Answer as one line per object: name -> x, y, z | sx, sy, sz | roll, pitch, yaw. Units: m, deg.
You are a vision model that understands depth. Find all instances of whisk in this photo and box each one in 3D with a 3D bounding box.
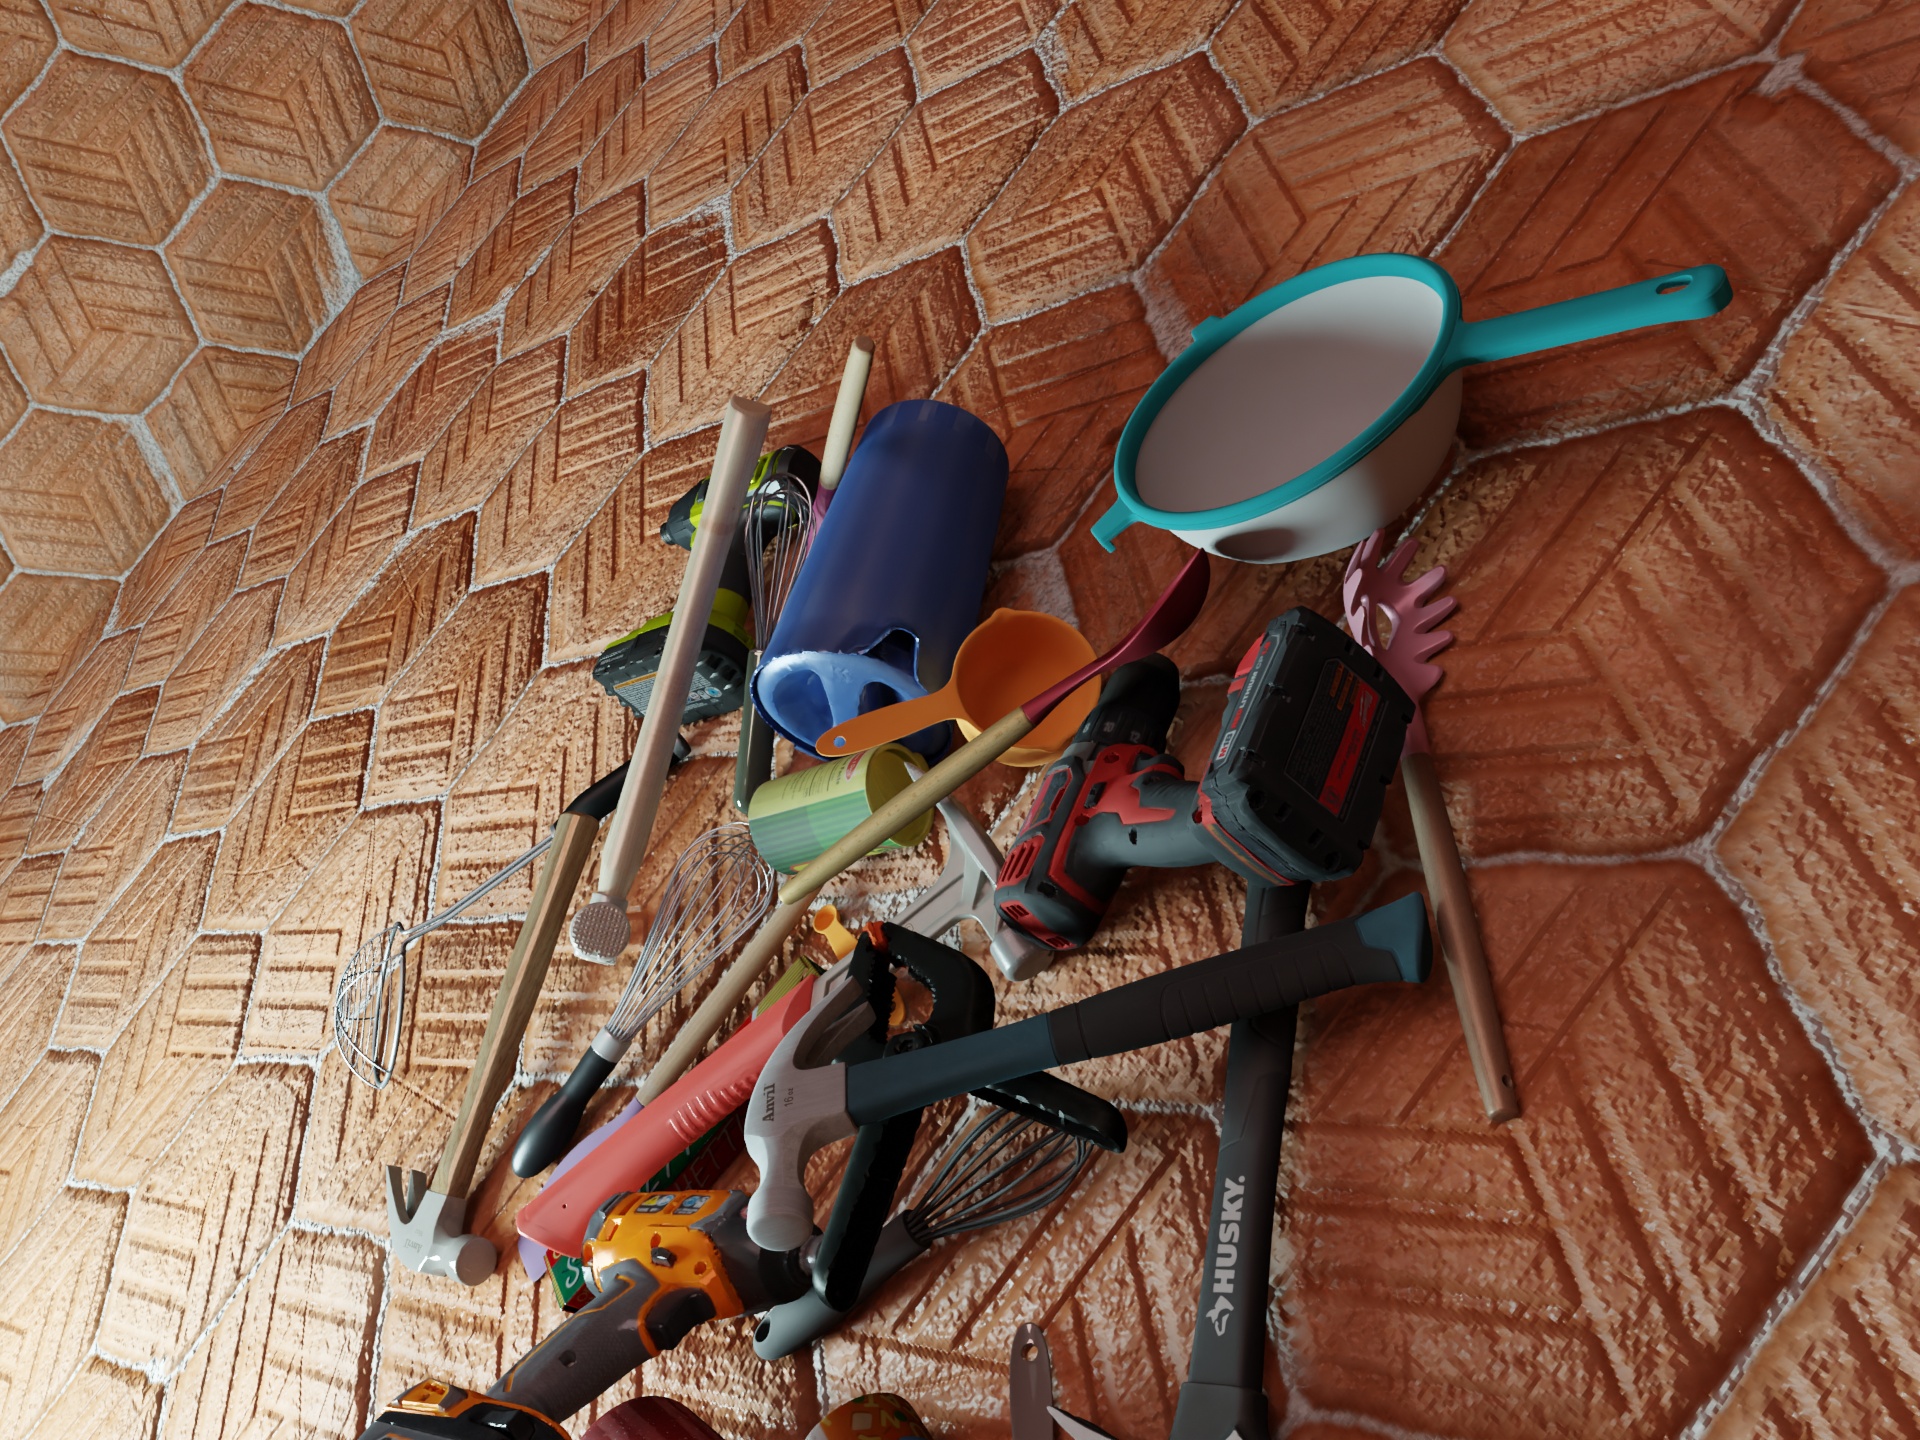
whisk -> -0.138, -0.056, 1.132 | 0.059, 0.057, 0.246 | 3, 85, 31
whisk -> -0.212, 0.189, 1.055 | 0.284, 0.070, 0.070 | -55, 38, 3
whisk -> -0.022, 0.265, 0.818 | 0.239, 0.055, 0.055 | -41, 39, 18

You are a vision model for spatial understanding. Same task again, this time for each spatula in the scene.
spatula -> -0.188, 0.224, 1.023 | 0.316, 0.018, 0.060 | -52, 38, 3

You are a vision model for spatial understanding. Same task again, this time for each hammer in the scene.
hammer -> 0.057, 0.144, 0.735 | 0.331, 0.033, 0.128 | -18, 36, 8
hammer -> -0.325, 0.222, 1.132 | 0.130, 0.031, 0.331 | -5, 62, 43
hammer -> -0.201, -0.032, 1.118 | 0.146, 0.038, 0.411 | 145, 140, -74
hammer -> -0.120, 0.185, 0.931 | 0.359, 0.036, 0.149 | -39, 57, 7
hammer -> 0.131, 0.186, 0.738 | 0.146, 0.035, 0.335 | -13, 51, 37

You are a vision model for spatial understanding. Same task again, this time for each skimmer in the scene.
skimmer -> -0.344, 0.142, 1.240 | 0.363, 0.090, 0.127 | -37, 35, 0

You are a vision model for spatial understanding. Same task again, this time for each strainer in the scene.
strainer -> 0.244, -0.163, 0.854 | 0.340, 0.095, 0.211 | -5, 47, 44

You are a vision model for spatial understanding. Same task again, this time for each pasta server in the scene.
pasta server -> 0.228, 0.037, 0.762 | 0.040, 0.060, 0.317 | 125, 151, -47

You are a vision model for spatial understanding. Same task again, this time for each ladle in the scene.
ladle -> 0.017, 0.012, 0.889 | 0.315, 0.031, 0.069 | -37, 2, 15

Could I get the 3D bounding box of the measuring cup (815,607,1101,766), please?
measuring cup -> -0.002, -0.003, 0.949 | 0.173, 0.052, 0.095 | -18, 71, -6

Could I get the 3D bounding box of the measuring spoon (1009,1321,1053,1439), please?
measuring spoon -> 0.036, 0.337, 0.727 | 0.034, 0.018, 0.124 | -13, 41, 10

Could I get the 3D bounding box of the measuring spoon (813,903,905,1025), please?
measuring spoon -> -0.060, 0.150, 0.975 | 0.021, 0.011, 0.117 | -48, 42, 2

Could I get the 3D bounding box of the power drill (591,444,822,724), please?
power drill -> -0.205, -0.109, 1.276 | 0.171, 0.080, 0.223 | -14, 47, 37

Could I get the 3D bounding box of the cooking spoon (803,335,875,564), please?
cooking spoon -> -0.089, -0.181, 1.116 | 0.318, 0.017, 0.069 | 122, 165, -68

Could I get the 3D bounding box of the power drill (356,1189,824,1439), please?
power drill -> -0.167, 0.313, 0.779 | 0.164, 0.084, 0.226 | -12, 16, 35

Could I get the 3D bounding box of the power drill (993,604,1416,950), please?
power drill -> 0.120, 0.018, 0.819 | 0.226, 0.080, 0.188 | -26, 31, 54
